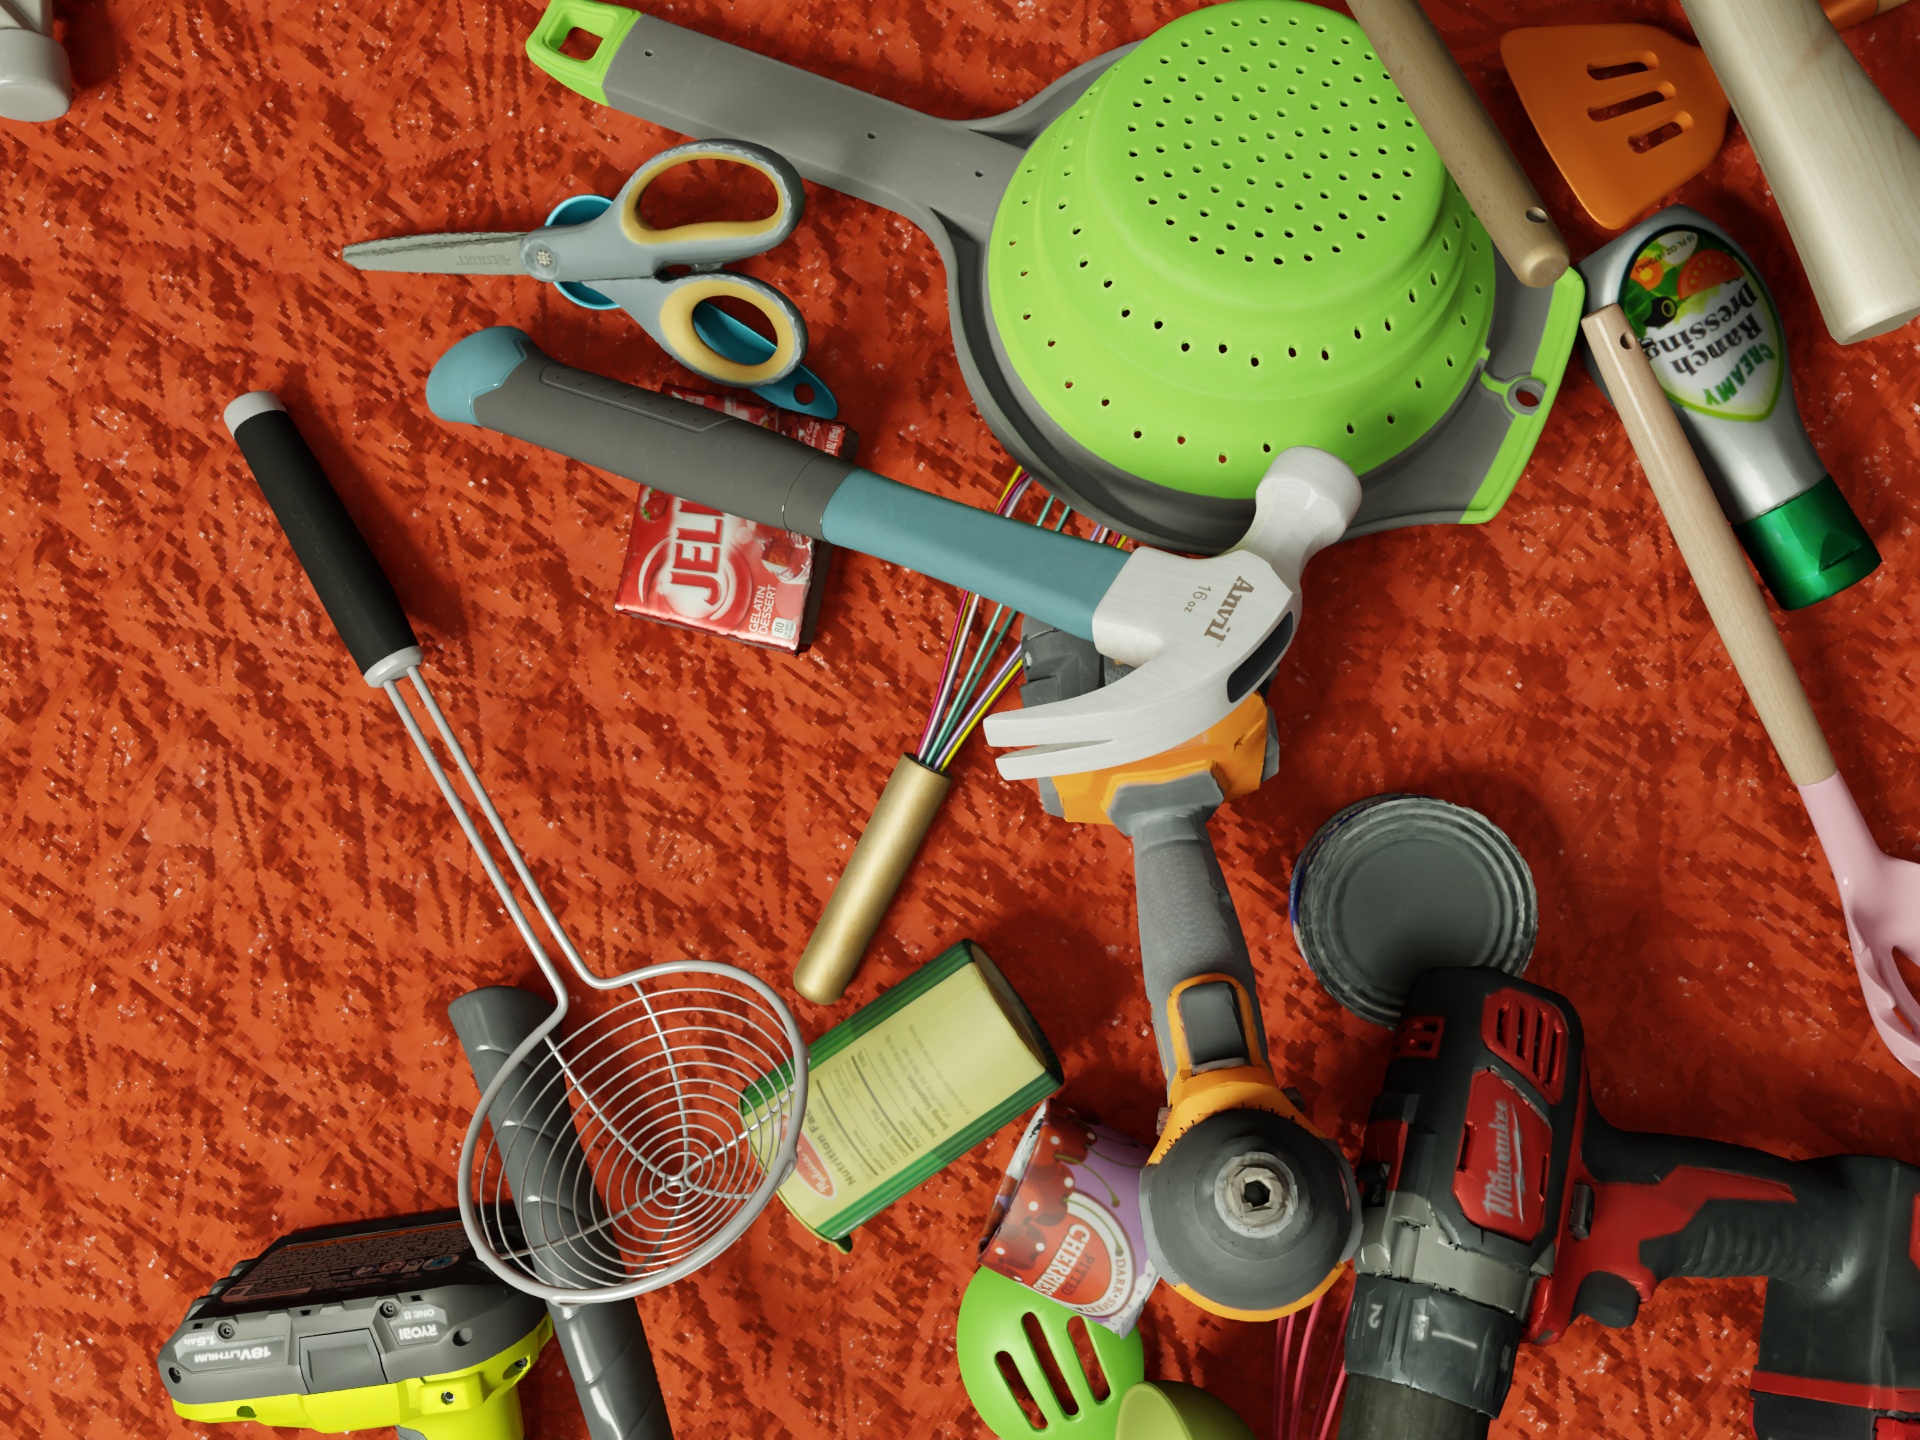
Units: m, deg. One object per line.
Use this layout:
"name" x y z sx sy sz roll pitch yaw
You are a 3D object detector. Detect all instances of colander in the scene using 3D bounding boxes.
"colander" 0.022 -0.196 0.539 0.397 0.094 0.204 23 76 8

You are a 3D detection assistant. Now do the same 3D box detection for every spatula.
"spatula" 0.347 -0.271 0.563 0.322 0.041 0.081 -26 84 3

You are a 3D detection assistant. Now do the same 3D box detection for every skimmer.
"skimmer" -0.178 0.026 0.558 0.127 0.090 0.363 -30 82 -7

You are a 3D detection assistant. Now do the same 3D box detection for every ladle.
"ladle" -0.013 0.349 0.583 0.320 0.078 0.062 -41 131 15

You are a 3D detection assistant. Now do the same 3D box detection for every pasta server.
"pasta server" 0.297 -0.004 0.561 0.060 0.040 0.316 -31 98 -15

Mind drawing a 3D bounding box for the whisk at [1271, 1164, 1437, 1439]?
"whisk" 0.124 0.296 0.579 0.073 0.073 0.296 21 91 2

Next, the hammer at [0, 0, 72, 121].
"hammer" -0.197 -0.321 0.591 0.359 0.036 0.149 -7 86 2

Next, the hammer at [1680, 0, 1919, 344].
"hammer" 0.227 -0.318 0.544 0.146 0.038 0.411 -20 83 5

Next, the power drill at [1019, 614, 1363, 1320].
"power drill" 0.075 0.071 0.504 0.084 0.164 0.227 -10 70 4

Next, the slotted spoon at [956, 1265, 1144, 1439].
"slotted spoon" 0.087 0.347 0.610 0.070 0.031 0.314 -27 92 0

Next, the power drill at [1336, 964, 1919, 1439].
"power drill" 0.230 0.202 0.525 0.226 0.080 0.188 22 68 -8

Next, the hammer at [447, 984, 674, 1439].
"hammer" -0.105 0.284 0.547 0.036 0.149 0.409 -31 72 23

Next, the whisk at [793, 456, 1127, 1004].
"whisk" 0.001 -0.001 0.594 0.047 0.051 0.245 27 97 -4

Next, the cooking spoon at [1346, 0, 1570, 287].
"cooking spoon" 0.121 -0.246 0.502 0.068 0.017 0.319 -5 55 -13

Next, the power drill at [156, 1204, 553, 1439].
"power drill" -0.215 0.311 0.602 0.171 0.080 0.223 -9 95 3

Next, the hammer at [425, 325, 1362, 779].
"hammer" -0.048 -0.076 0.527 0.331 0.033 0.128 22 65 26

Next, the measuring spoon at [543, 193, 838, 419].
"measuring spoon" -0.100 -0.155 0.607 0.128 0.021 0.042 34 117 -7
